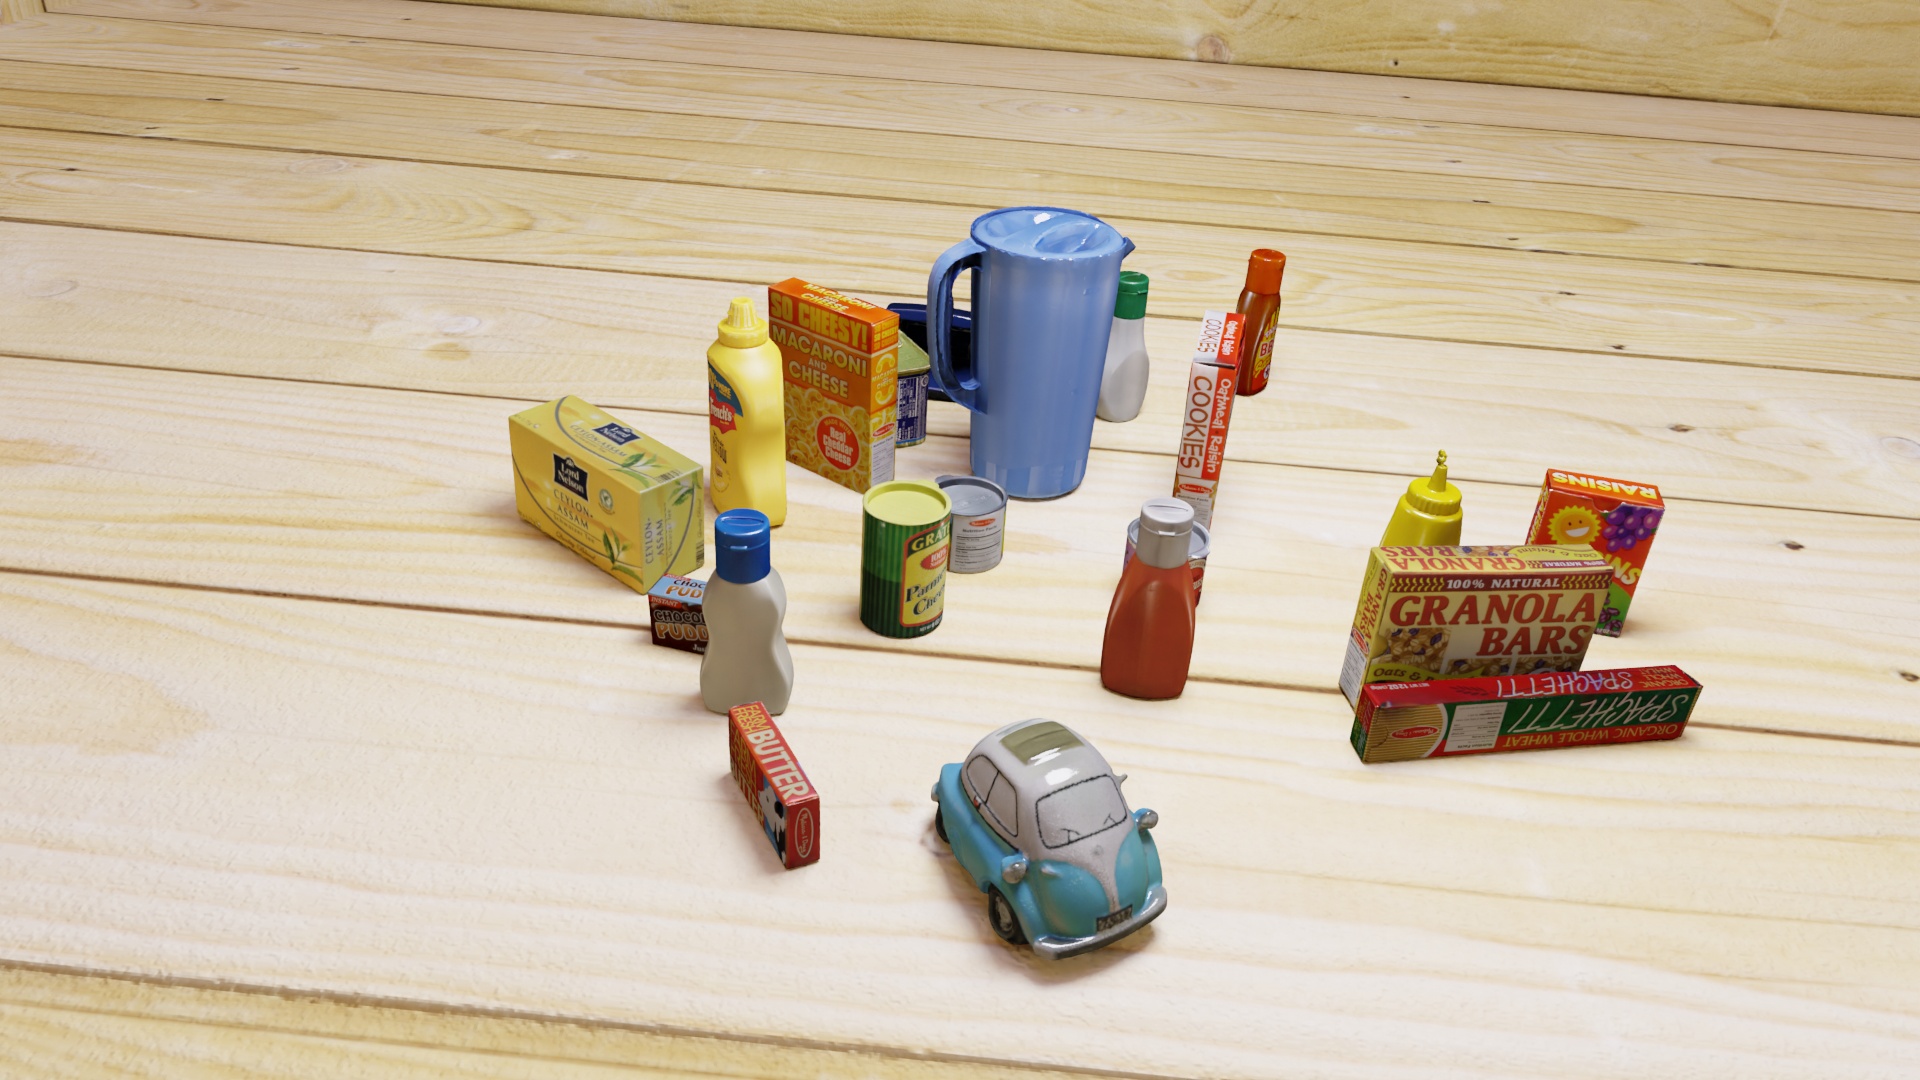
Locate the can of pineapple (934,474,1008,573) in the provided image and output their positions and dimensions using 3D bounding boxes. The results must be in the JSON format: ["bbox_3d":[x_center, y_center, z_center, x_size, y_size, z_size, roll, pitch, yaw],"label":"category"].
[{"bbox_3d":[0.004,-0.014,1.150,0.071,0.057,0.071,3,31,-2],"label":"can of pineapple"}]

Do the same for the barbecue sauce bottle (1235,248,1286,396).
[{"bbox_3d":[0.310,-0.230,1.456,0.044,0.147,0.065,20,34,25],"label":"barbecue sauce bottle"}]

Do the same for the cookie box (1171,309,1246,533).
[{"bbox_3d":[0.216,-0.102,1.214,0.040,0.166,0.123,10,31,10],"label":"cookie box"}]

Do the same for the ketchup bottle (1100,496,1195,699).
[{"bbox_3d":[0.138,0.042,0.984,0.065,0.148,0.044,6,31,3],"label":"ketchup bottle"}]

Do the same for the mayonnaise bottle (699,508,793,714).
[{"bbox_3d":[-0.145,0.050,0.939,0.065,0.147,0.041,3,31,-1],"label":"mayonnaise bottle"}]

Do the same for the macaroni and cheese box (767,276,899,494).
[{"bbox_3d":[-0.114,-0.138,1.237,0.124,0.165,0.040,24,36,30],"label":"macaroni and cheese box"}]

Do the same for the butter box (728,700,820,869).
[{"bbox_3d":[-0.117,0.151,0.867,0.024,0.052,0.104,-12,34,-25],"label":"butter box"}]

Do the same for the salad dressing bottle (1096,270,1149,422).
[{"bbox_3d":[0.161,-0.192,1.377,0.064,0.146,0.044,-17,37,-31],"label":"salad dressing bottle"}]

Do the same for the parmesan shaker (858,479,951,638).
[{"bbox_3d":[-0.041,0.014,1.055,0.071,0.102,0.071,3,31,-2],"label":"parmesan shaker"}]

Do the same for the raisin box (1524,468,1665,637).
[{"bbox_3d":[0.494,0.010,1.103,0.086,0.122,0.040,11,32,12],"label":"raisin box"}]

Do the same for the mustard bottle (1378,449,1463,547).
[{"bbox_3d":[0.351,0.004,1.060,0.065,0.159,0.049,-20,38,-34],"label":"mustard bottle"}]

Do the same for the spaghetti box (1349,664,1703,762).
[{"bbox_3d":[0.398,0.121,0.977,0.250,0.050,0.029,-2,31,-11],"label":"spaghetti box"}]

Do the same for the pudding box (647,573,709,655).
[{"bbox_3d":[-0.184,0.057,1.018,0.084,0.049,0.030,11,32,12],"label":"pudding box"}]

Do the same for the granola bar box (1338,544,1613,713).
[{"bbox_3d":[0.368,0.064,0.997,0.166,0.123,0.039,-1,31,-8],"label":"granola bar box"}]

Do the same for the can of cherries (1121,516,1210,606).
[{"bbox_3d":[0.164,0.021,1.110,0.071,0.058,0.072,3,31,-2],"label":"can of cherries"}]
